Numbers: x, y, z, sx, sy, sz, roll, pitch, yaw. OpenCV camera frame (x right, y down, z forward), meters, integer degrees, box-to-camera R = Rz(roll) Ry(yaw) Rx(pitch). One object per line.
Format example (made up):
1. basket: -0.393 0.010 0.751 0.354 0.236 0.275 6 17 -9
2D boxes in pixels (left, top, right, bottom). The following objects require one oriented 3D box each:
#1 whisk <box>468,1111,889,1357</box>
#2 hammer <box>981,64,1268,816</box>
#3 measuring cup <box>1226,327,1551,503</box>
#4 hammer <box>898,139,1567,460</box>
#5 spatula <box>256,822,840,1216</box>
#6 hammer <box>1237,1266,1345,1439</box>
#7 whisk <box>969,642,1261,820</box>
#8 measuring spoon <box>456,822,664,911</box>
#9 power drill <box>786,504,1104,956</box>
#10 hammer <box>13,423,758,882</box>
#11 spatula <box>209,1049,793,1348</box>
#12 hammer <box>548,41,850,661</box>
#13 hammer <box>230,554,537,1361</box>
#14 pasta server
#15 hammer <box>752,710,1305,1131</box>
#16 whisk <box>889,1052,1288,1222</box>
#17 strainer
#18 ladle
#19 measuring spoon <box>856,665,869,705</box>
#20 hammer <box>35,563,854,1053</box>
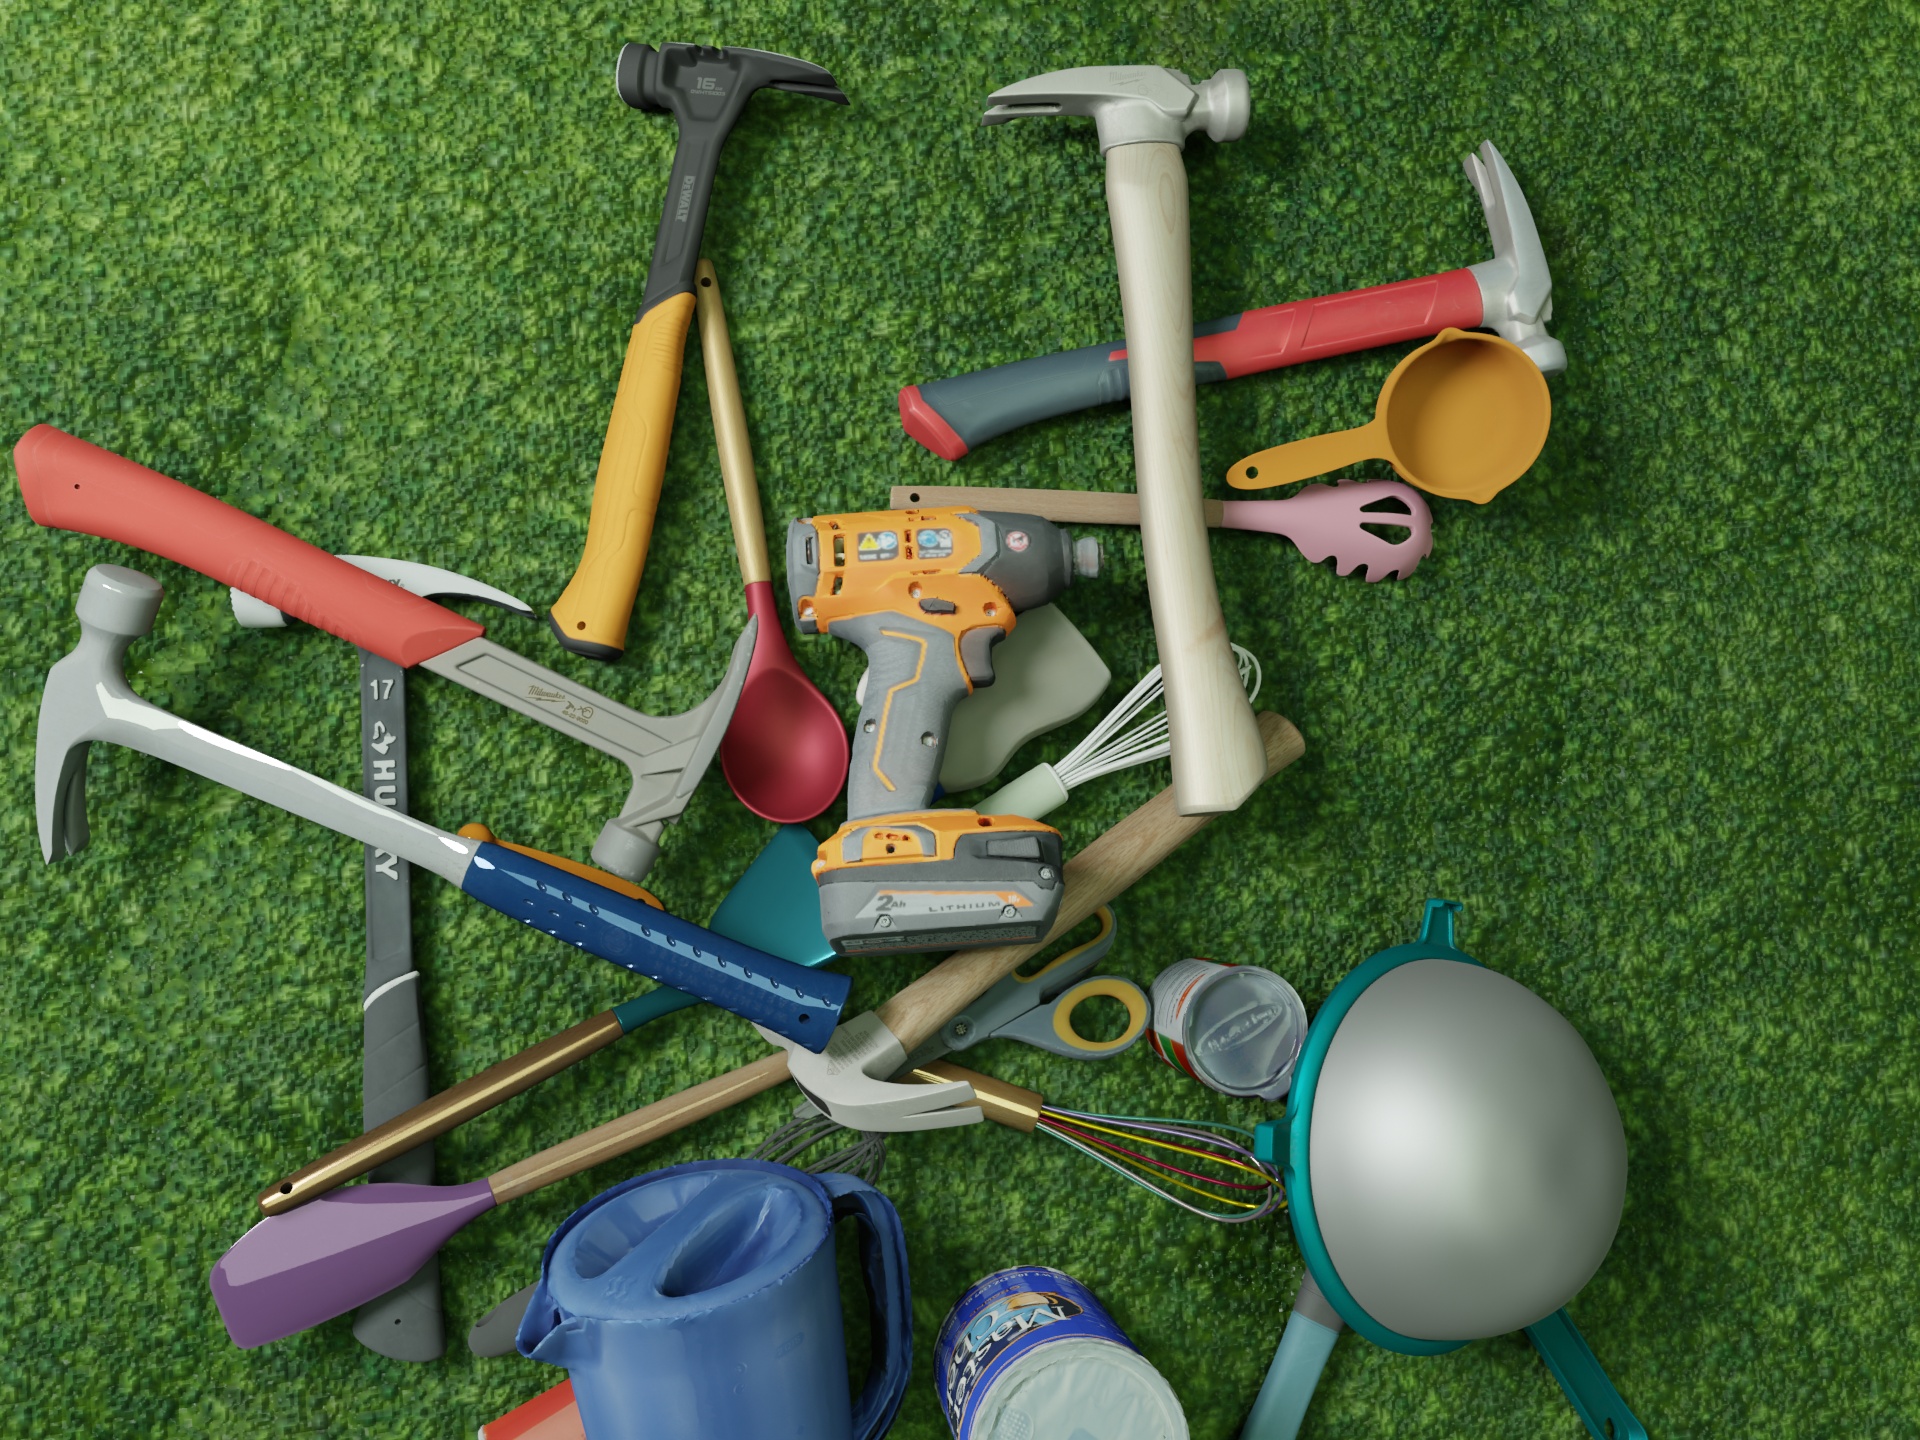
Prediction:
1. whisk: -0.143 0.264 0.818 0.239 0.055 0.055 -26 89 -5
2. hammer: 0.101 -0.153 0.849 0.146 0.038 0.411 -4 81 -6
3. measuring cup: 0.232 -0.157 0.880 0.173 0.052 0.095 -14 99 11
4. hammer: 0.151 -0.227 0.905 0.386 0.038 0.143 -13 86 -9
5. spatula: -0.198 0.158 0.799 0.317 0.044 0.082 -27 62 -19
6. hammer: 0.200 0.314 0.865 0.128 0.033 0.331 26 82 -6
7. whisk: 0.058 0.029 0.868 0.246 0.057 0.059 -31 48 -6
8. measuring spoon: -0.204 0.081 0.821 0.116 0.011 0.021 26 76 -25
9. power drill: -0.001 -0.003 0.802 0.164 0.084 0.227 -5 73 0
10. hammer: -0.285 -0.060 0.790 0.359 0.037 0.149 26 86 -7
11. spatula: -0.211 0.224 0.800 0.316 0.018 0.060 -20 94 -18
12. hammer: -0.155 -0.196 0.849 0.127 0.034 0.337 11 86 15
13. hammer: -0.286 0.117 0.815 0.149 0.036 0.409 -3 86 -9
14. pasta server: 0.118 -0.116 0.898 0.316 0.040 0.060 2 85 -4
15. hammer: 0.054 0.098 0.841 0.331 0.130 0.031 -35 134 -16
16. whisk: 0.062 0.215 0.850 0.245 0.047 0.051 20 84 -2
17. strainer: 0.304 0.271 0.820 0.211 0.095 0.340 -42 105 -31
18. ladle: -0.115 -0.099 0.862 0.069 0.031 0.315 -9 84 -14
19. measuring spoon: -0.016 -0.057 0.876 0.034 0.018 0.124 39 82 -3
20. hammer: -0.248 0.071 0.769 0.405 0.035 0.144 24 101 -4
